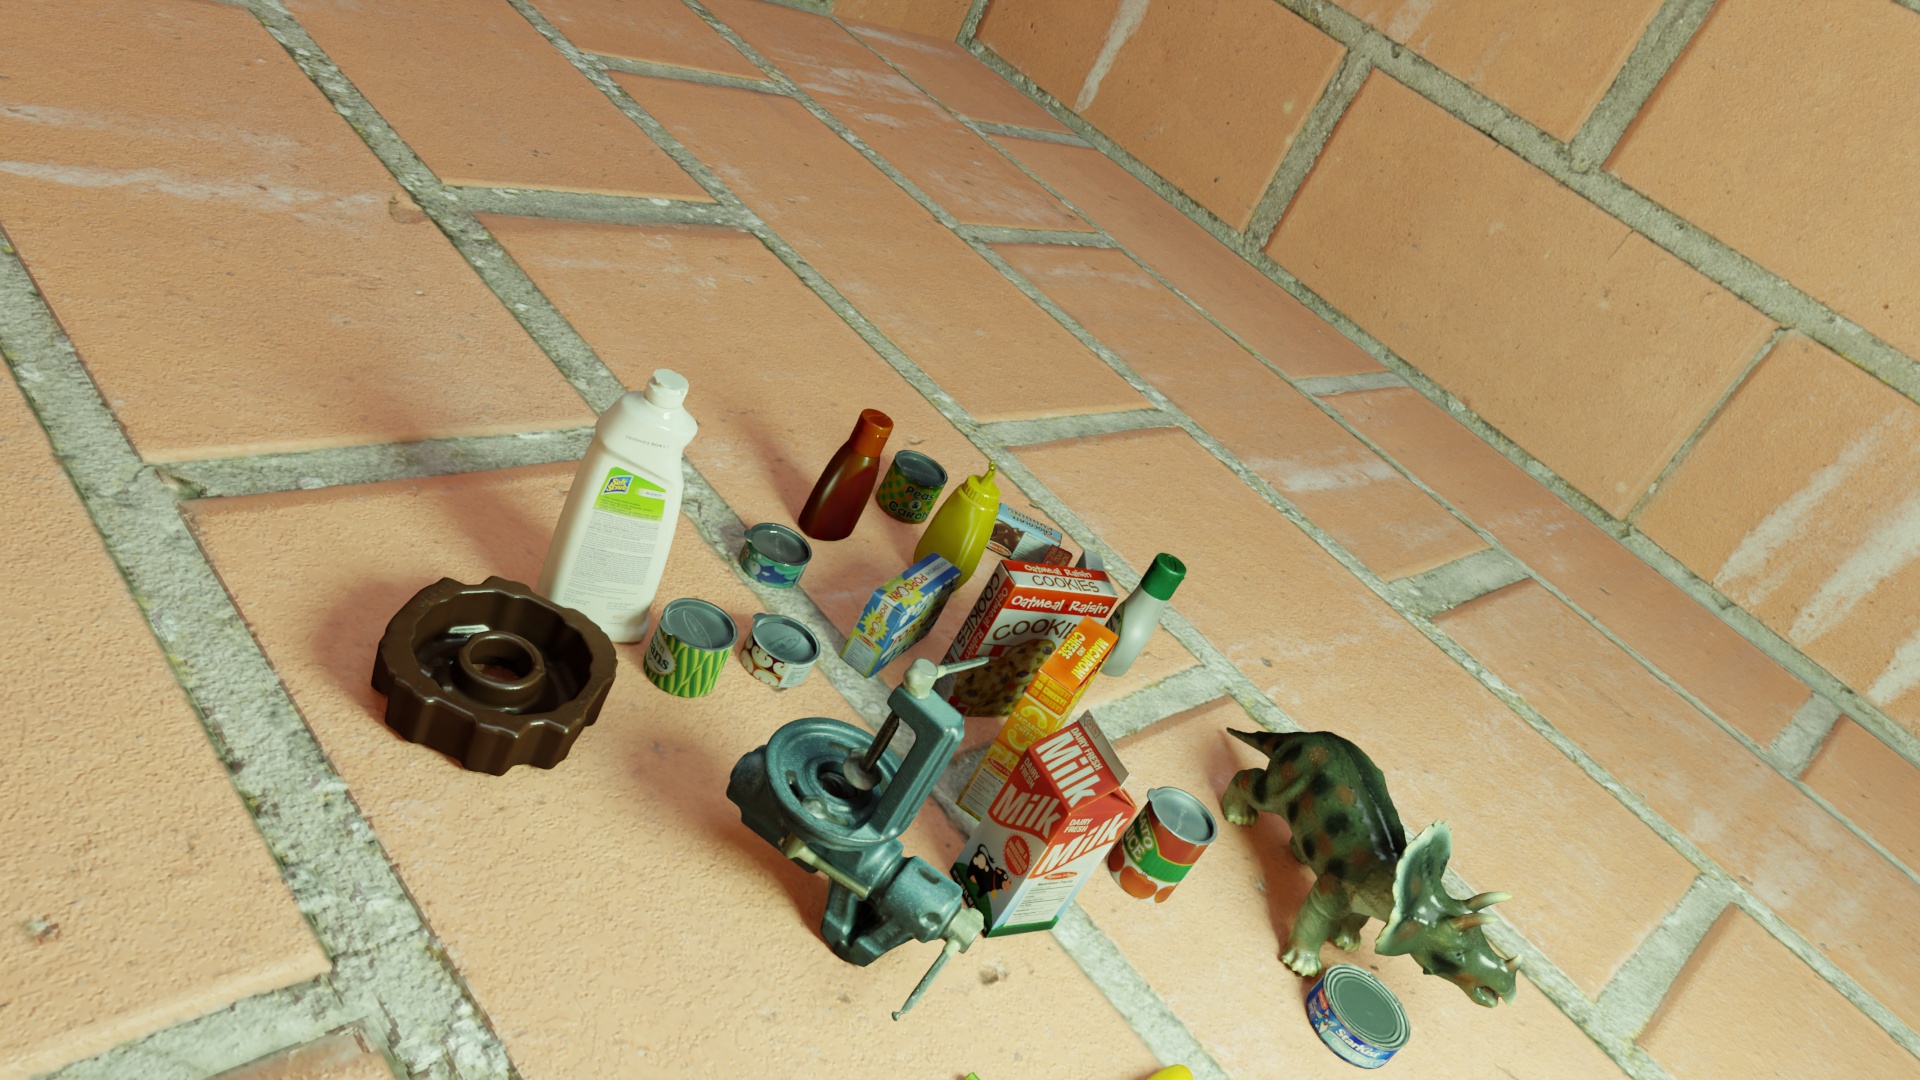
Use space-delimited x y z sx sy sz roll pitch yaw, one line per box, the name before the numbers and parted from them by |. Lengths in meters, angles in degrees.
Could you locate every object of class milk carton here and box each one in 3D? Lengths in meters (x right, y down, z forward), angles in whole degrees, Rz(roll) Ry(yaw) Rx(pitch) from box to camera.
milk carton | 0.073 0.226 1.106 0.073 0.189 0.072 5 37 -36

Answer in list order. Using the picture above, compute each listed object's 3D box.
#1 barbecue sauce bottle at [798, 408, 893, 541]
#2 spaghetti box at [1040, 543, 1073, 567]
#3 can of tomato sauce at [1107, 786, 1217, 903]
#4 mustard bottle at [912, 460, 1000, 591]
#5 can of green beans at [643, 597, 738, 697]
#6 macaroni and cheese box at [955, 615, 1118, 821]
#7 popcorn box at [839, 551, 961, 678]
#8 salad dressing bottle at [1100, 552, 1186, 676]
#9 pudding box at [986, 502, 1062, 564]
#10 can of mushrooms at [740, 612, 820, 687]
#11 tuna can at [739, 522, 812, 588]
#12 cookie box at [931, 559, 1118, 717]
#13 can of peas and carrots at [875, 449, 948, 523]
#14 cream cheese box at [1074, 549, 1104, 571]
barbecue sauce bottle | -0.115 -0.068 1.446 0.065 0.147 0.044 -4 43 -45
spaghetti box | 0.071 0.076 1.483 0.029 0.050 0.251 31 29 3
can of tomato sauce | 0.177 0.271 1.236 0.071 0.082 0.071 22 30 -13
mustard bottle | 0.005 -0.018 1.460 0.065 0.159 0.049 42 31 22
can of green beans | -0.231 0.092 1.187 0.071 0.057 0.071 22 30 -13
macaroni and cheese box | 0.070 0.159 1.232 0.040 0.165 0.124 35 29 10
popcorn box | -0.056 0.071 1.345 0.038 0.084 0.127 36 30 12
salad dressing bottle | 0.190 0.079 1.481 0.044 0.147 0.064 22 30 -13
pudding box | 0.070 -0.002 1.604 0.084 0.049 0.030 26 29 -6
can of mushrooms | -0.165 0.099 1.259 0.071 0.033 0.071 22 30 -13
tuna can | -0.186 0.014 1.374 0.071 0.032 0.071 22 30 -13
cookie box | 0.058 0.096 1.320 0.123 0.166 0.040 7 36 -34
can of peas and carrots | -0.055 -0.059 1.575 0.071 0.058 0.071 22 30 -13
cream cheese box | 0.142 0.060 1.565 0.024 0.053 0.104 21 30 -14
